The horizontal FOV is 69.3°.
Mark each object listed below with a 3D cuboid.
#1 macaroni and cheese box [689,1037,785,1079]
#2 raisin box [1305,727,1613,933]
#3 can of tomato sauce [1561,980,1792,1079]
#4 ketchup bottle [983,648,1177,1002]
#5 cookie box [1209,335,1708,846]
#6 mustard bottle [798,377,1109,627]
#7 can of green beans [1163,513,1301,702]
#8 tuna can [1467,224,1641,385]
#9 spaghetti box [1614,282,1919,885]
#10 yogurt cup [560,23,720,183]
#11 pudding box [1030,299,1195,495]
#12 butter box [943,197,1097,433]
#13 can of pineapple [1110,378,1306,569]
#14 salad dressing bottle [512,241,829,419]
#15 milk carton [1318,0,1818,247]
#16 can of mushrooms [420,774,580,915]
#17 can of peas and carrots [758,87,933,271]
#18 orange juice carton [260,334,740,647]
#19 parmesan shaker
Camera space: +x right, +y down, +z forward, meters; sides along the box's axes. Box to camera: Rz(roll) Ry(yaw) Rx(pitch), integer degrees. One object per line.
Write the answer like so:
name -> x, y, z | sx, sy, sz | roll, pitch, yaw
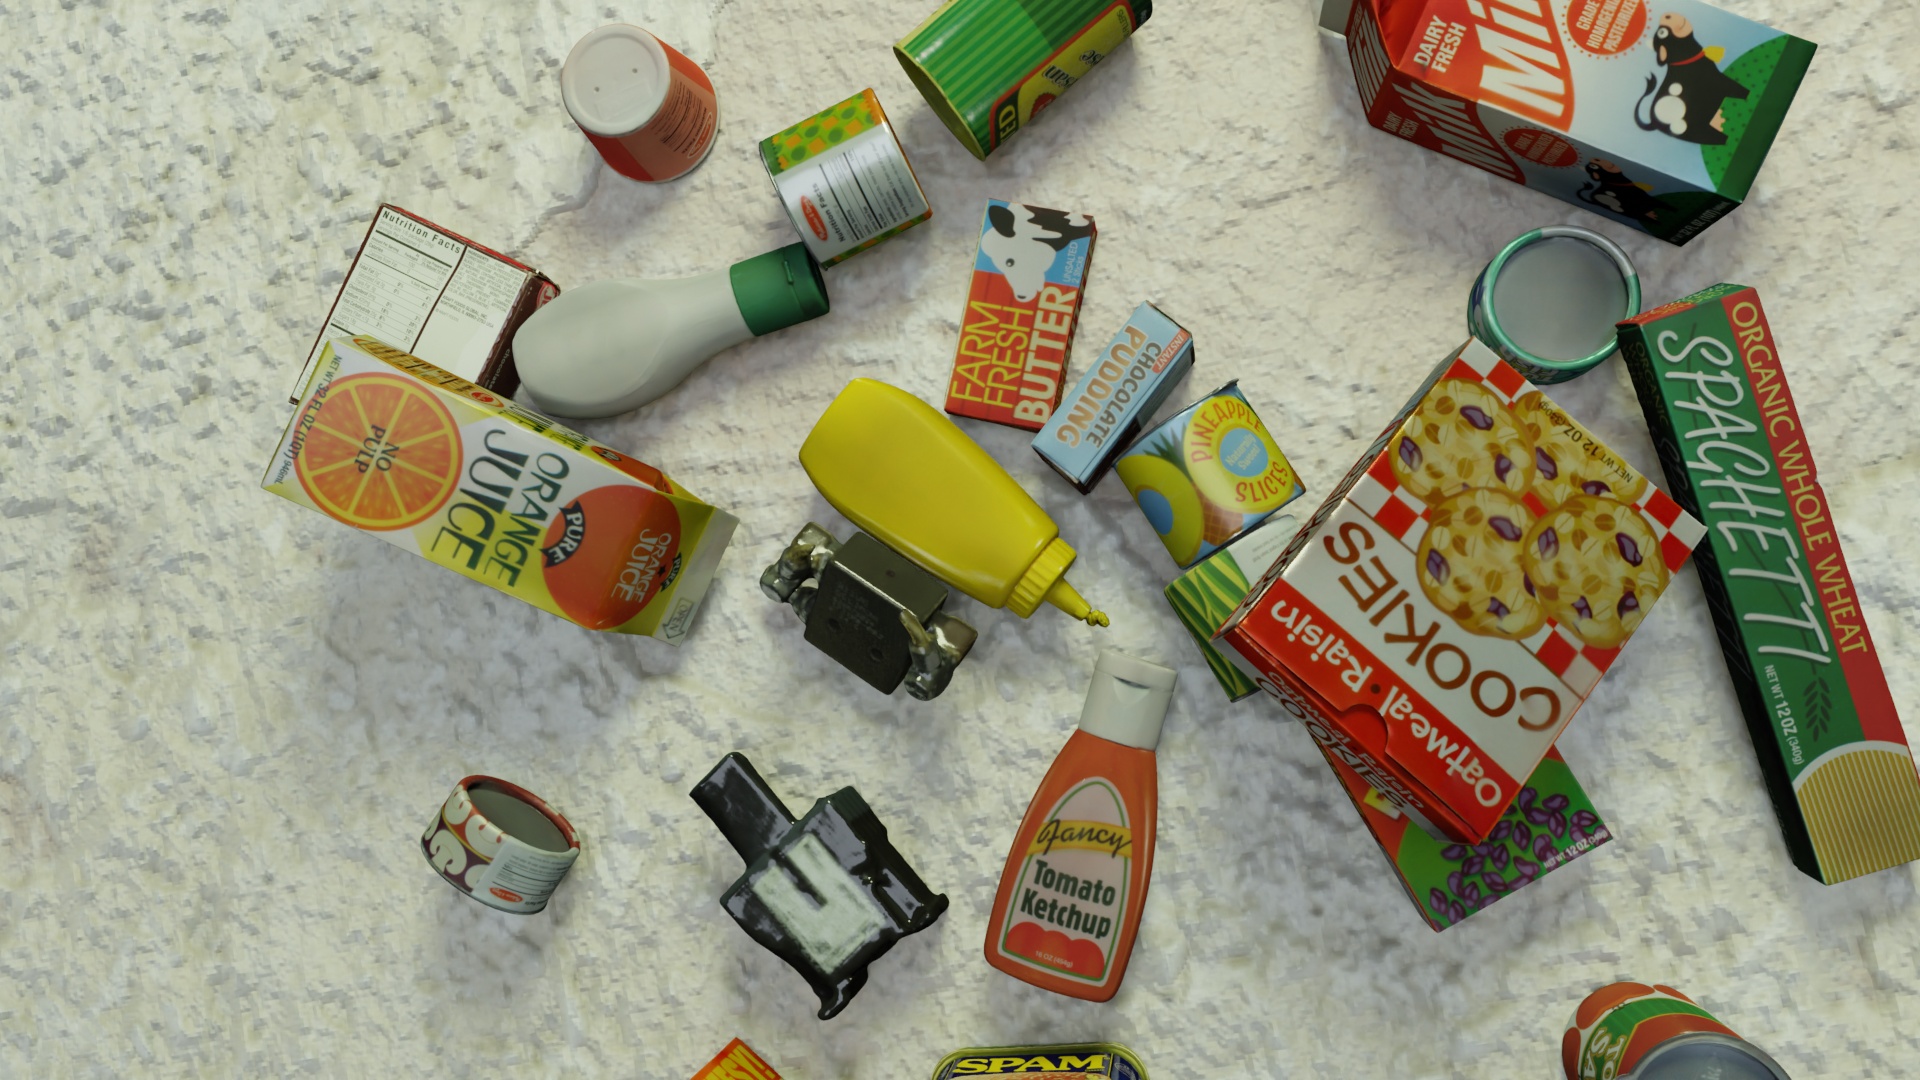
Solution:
macaroni and cheese box -> -0.063, 0.297, 0.586 | 0.166, 0.123, 0.040 | 39, 92, 9
raisin box -> 0.207, 0.092, 0.603 | 0.086, 0.040, 0.123 | -31, 83, 6
can of tomato sauce -> 0.285, 0.220, 0.559 | 0.071, 0.083, 0.071 | -1, 86, 9
ketchup bottle -> 0.059, 0.124, 0.621 | 0.065, 0.043, 0.149 | 16, 88, 10
cookie box -> 0.200, 0.018, 0.559 | 0.123, 0.040, 0.168 | 41, 75, 5
mustard bottle -> 0.002, -0.008, 0.635 | 0.160, 0.049, 0.065 | 39, 94, 9
can of green beans -> 0.131, 0.029, 0.605 | 0.071, 0.071, 0.058 | -32, 82, 6
tuna can -> 0.259, -0.101, 0.611 | 0.071, 0.033, 0.071 | -1, 86, 8
spaghetti box -> 0.338, 0.018, 0.576 | 0.050, 0.029, 0.250 | -19, 92, 6
yogurt cup -> -0.156, -0.213, 0.671 | 0.072, 0.054, 0.072 | 0, 87, 9
pudding box -> 0.070, -0.063, 0.628 | 0.030, 0.049, 0.083 | 38, 93, 10
butter box -> 0.028, -0.104, 0.650 | 0.053, 0.024, 0.103 | 11, 88, 10
can of pineapple -> 0.110, -0.028, 0.610 | 0.071, 0.071, 0.058 | -33, 83, 5
salad dressing bottle -> -0.137, -0.103, 0.666 | 0.147, 0.044, 0.064 | -17, 82, 6
milk carton -> 0.247, -0.203, 0.600 | 0.191, 0.072, 0.073 | 25, 91, 10
can of mushrooms -> -0.215, 0.140, 0.650 | 0.071, 0.071, 0.033 | 34, 92, 9
can of peas and carrots -> -0.053, -0.169, 0.648 | 0.059, 0.071, 0.071 | -25, 83, 6
orange juice carton -> -0.203, -0.020, 0.636 | 0.193, 0.073, 0.071 | 26, 94, -14
parmesan shaker -> 0.029, -0.233, 0.635 | 0.103, 0.071, 0.071 | -39, 82, 4
